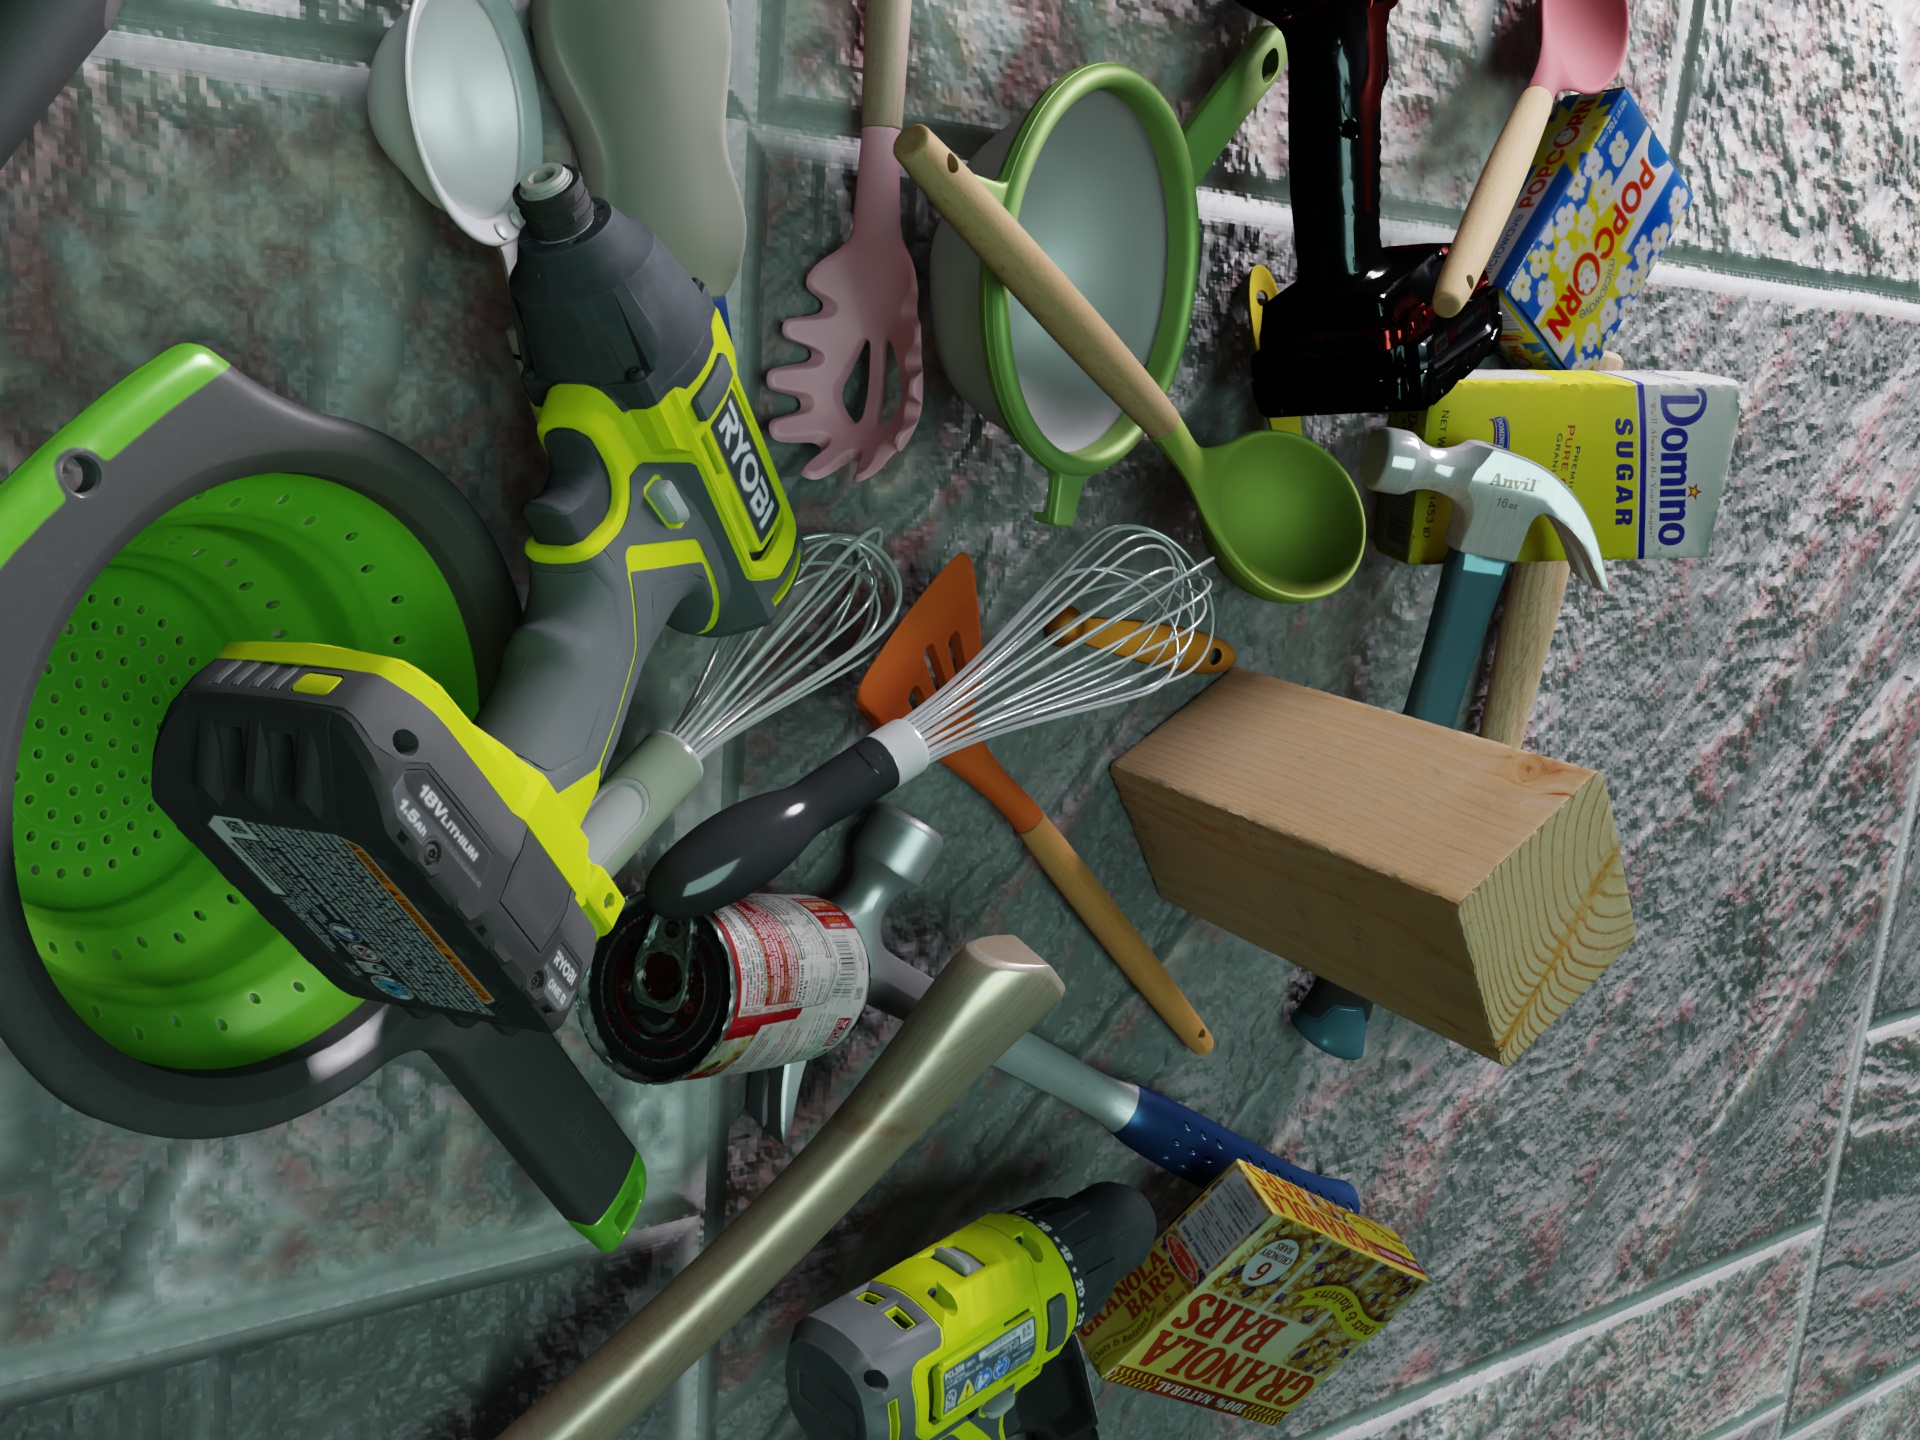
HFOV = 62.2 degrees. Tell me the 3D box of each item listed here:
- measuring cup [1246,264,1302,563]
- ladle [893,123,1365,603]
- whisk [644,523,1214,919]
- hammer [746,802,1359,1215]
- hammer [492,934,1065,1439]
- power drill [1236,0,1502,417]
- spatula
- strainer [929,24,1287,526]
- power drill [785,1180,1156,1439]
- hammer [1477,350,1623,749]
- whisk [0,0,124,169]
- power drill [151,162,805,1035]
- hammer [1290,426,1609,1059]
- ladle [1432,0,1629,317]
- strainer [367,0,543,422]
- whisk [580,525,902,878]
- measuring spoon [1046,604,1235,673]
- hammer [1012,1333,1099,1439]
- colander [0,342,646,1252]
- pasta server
[{"bbox_3d":[0.144,-0.132,0.747,0.062,0.029,0.156,-15,99,-31],"label":"measuring cup"},{"bbox_3d":[0.076,-0.125,0.593,0.319,0.062,0.078,30,61,-54],"label":"ladle"},{"bbox_3d":[-0.002,-0.003,0.606,0.284,0.070,0.070,-31,119,-32],"label":"whisk"},{"bbox_3d":[0.068,0.189,0.772,0.405,0.035,0.144,35,82,-35],"label":"hammer"},{"bbox_3d":[-0.109,0.247,0.638,0.410,0.038,0.146,-43,127,-9],"label":"hammer"},{"bbox_3d":[0.177,-0.261,0.682,0.188,0.080,0.226,-39,124,-46],"label":"power drill"},{"bbox_3d":[0.048,0.062,0.720,0.081,0.041,0.322,-55,127,-23],"label":"spatula"},{"bbox_3d":[0.055,-0.211,0.643,0.256,0.069,0.151,-56,143,-31],"label":"strainer"},{"bbox_3d":[0.015,0.325,0.703,0.190,0.080,0.228,-14,110,-43],"label":"power drill"},{"bbox_3d":[0.305,-0.037,0.871,0.130,0.031,0.331,5,100,-35],"label":"hammer"},{"bbox_3d":[-0.301,-0.113,0.430,0.073,0.073,0.296,35,78,-35],"label":"whisk"},{"bbox_3d":[-0.126,-0.038,0.471,0.171,0.080,0.223,71,31,-48],"label":"power drill"},{"bbox_3d":[0.225,0.025,0.798,0.128,0.033,0.331,7,111,-10],"label":"hammer"},{"bbox_3d":[0.253,-0.263,0.707,0.069,0.031,0.315,52,48,-23],"label":"ladle"},{"bbox_3d":[-0.148,-0.136,0.535,0.087,0.050,0.258,-69,151,-57],"label":"strainer"},{"bbox_3d":[-0.096,0.008,0.565,0.058,0.059,0.246,35,54,5],"label":"whisk"},{"bbox_3d":[0.088,-0.036,0.737,0.116,0.011,0.021,9,98,-35],"label":"measuring spoon"},{"bbox_3d":[-0.080,0.382,0.727,0.337,0.034,0.127,-26,117,-26],"label":"hammer"},{"bbox_3d":[-0.208,0.066,0.524,0.396,0.094,0.205,73,33,-45],"label":"colander"},{"bbox_3d":[-0.030,-0.247,0.584,0.040,0.060,0.316,-22,118,-68],"label":"pasta server"}]
